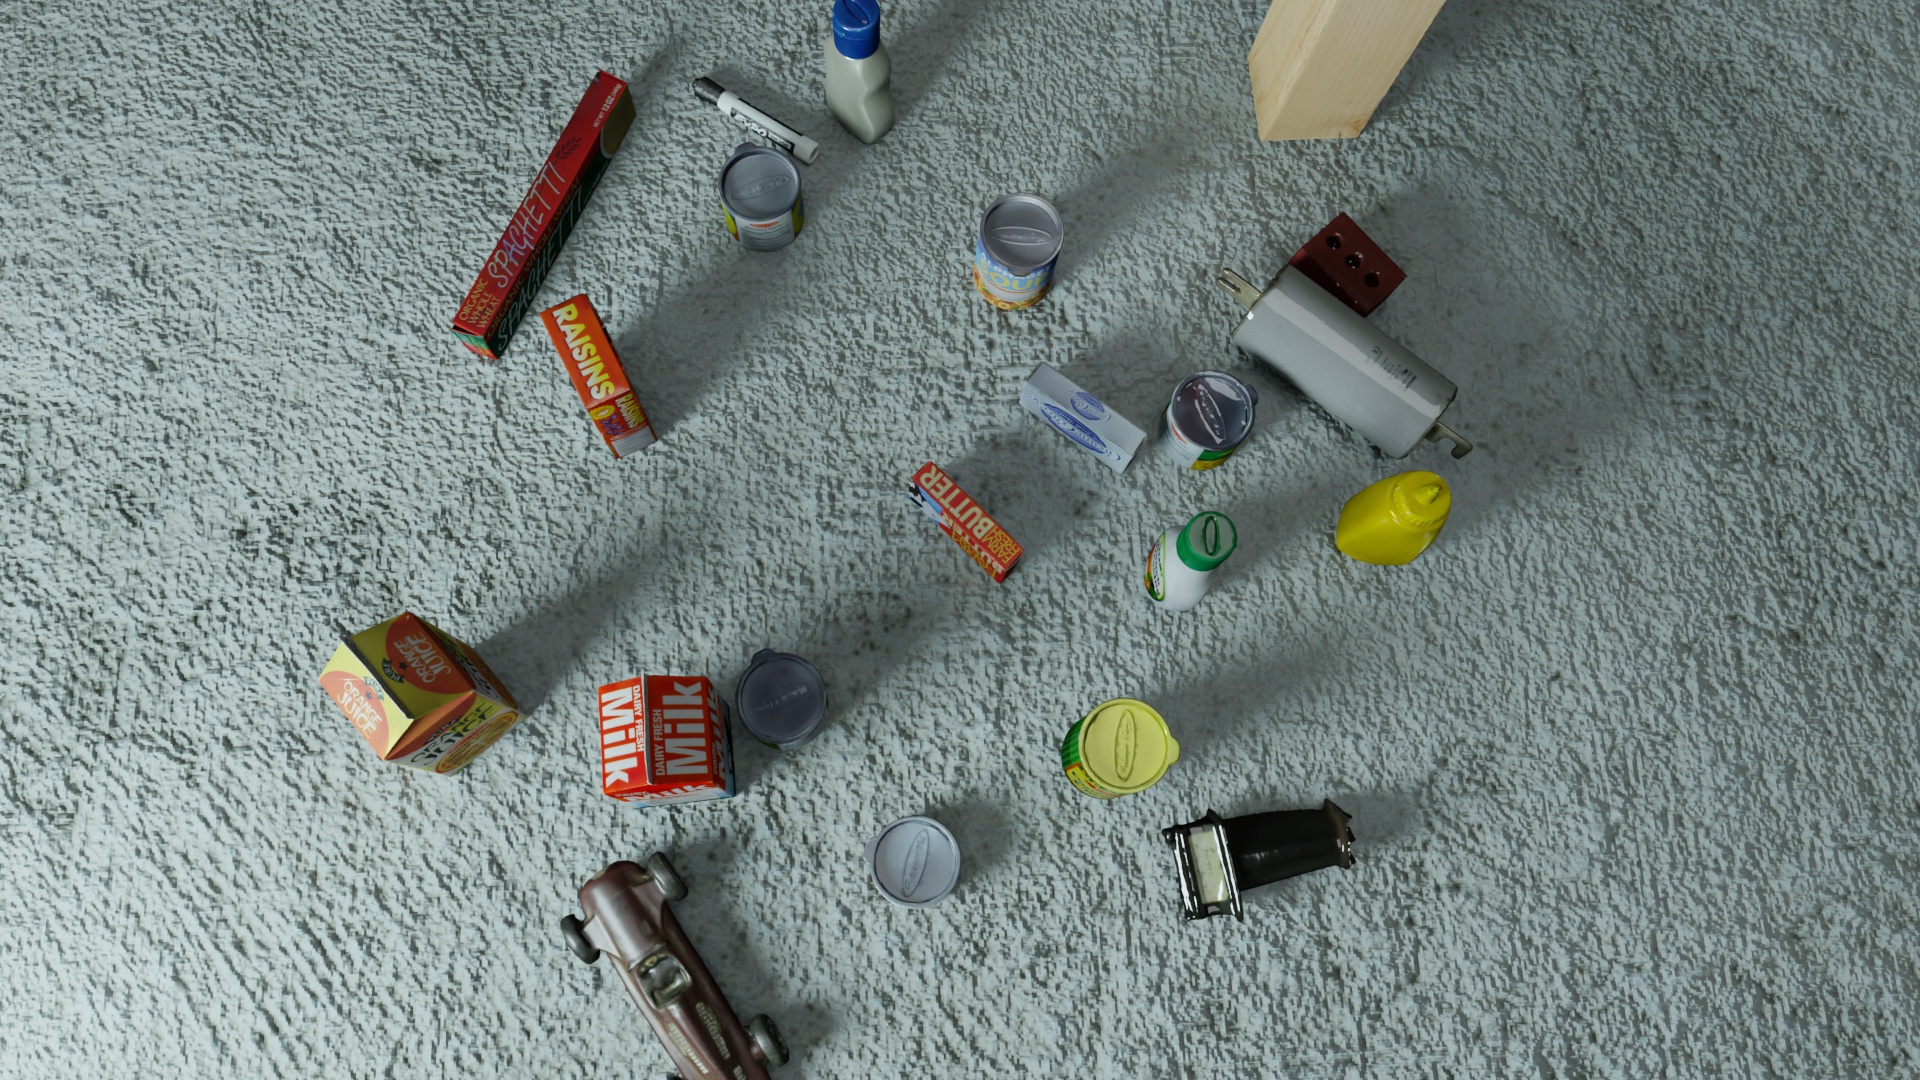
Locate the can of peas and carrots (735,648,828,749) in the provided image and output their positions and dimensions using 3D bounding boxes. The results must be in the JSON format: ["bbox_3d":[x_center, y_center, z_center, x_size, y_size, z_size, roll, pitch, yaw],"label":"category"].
[{"bbox_3d":[-0.132,0.118,1.029,0.071,0.058,0.071,1,76,-3],"label":"can of peas and carrots"}]

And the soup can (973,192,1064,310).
[{"bbox_3d":[0.045,-0.228,1.115,0.071,0.083,0.071,1,76,-3],"label":"soup can"}]

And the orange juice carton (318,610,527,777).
[{"bbox_3d":[-0.368,0.106,0.948,0.073,0.192,0.072,-40,82,-11],"label":"orange juice carton"}]

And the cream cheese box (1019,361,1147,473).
[{"bbox_3d":[0.097,-0.097,1.100,0.104,0.053,0.024,35,77,6],"label":"cream cheese box"}]

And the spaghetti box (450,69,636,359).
[{"bbox_3d":[-0.332,-0.262,1.118,0.029,0.050,0.250,23,75,3],"label":"spaghetti box"}]

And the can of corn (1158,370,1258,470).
[{"bbox_3d":[0.197,-0.095,1.104,0.071,0.058,0.071,1,76,-3],"label":"can of corn"}]

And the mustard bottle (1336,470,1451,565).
[{"bbox_3d":[0.332,-0.020,1.040,0.065,0.160,0.049,16,76,1],"label":"mustard bottle"}]

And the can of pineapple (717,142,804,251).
[{"bbox_3d":[-0.161,-0.278,1.129,0.071,0.057,0.071,1,76,-3],"label":"can of pineapple"}]

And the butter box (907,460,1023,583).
[{"bbox_3d":[0.004,-0.013,1.074,0.103,0.053,0.024,44,78,8],"label":"butter box"}]

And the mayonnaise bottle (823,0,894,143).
[{"bbox_3d":[-0.082,-0.380,1.113,0.041,0.147,0.065,-41,82,-12],"label":"mayonnaise bottle"}]

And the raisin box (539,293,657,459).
[{"bbox_3d":[-0.271,-0.121,1.048,0.040,0.123,0.086,-26,79,-9],"label":"raisin box"}]

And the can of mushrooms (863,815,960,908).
[{"bbox_3d":[-0.036,0.235,1.018,0.071,0.033,0.071,1,76,-3],"label":"can of mushrooms"}]

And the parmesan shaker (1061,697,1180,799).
[{"bbox_3d":[0.114,0.154,1.012,0.071,0.103,0.071,1,76,-3],"label":"parmesan shaker"}]

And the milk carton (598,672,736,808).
[{"bbox_3d":[-0.201,0.139,0.951,0.073,0.190,0.072,-6,77,-5],"label":"milk carton"}]

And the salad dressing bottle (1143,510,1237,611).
[{"bbox_3d":[0.170,0.013,1.028,0.044,0.147,0.064,4,76,-2],"label":"salad dressing bottle"}]
